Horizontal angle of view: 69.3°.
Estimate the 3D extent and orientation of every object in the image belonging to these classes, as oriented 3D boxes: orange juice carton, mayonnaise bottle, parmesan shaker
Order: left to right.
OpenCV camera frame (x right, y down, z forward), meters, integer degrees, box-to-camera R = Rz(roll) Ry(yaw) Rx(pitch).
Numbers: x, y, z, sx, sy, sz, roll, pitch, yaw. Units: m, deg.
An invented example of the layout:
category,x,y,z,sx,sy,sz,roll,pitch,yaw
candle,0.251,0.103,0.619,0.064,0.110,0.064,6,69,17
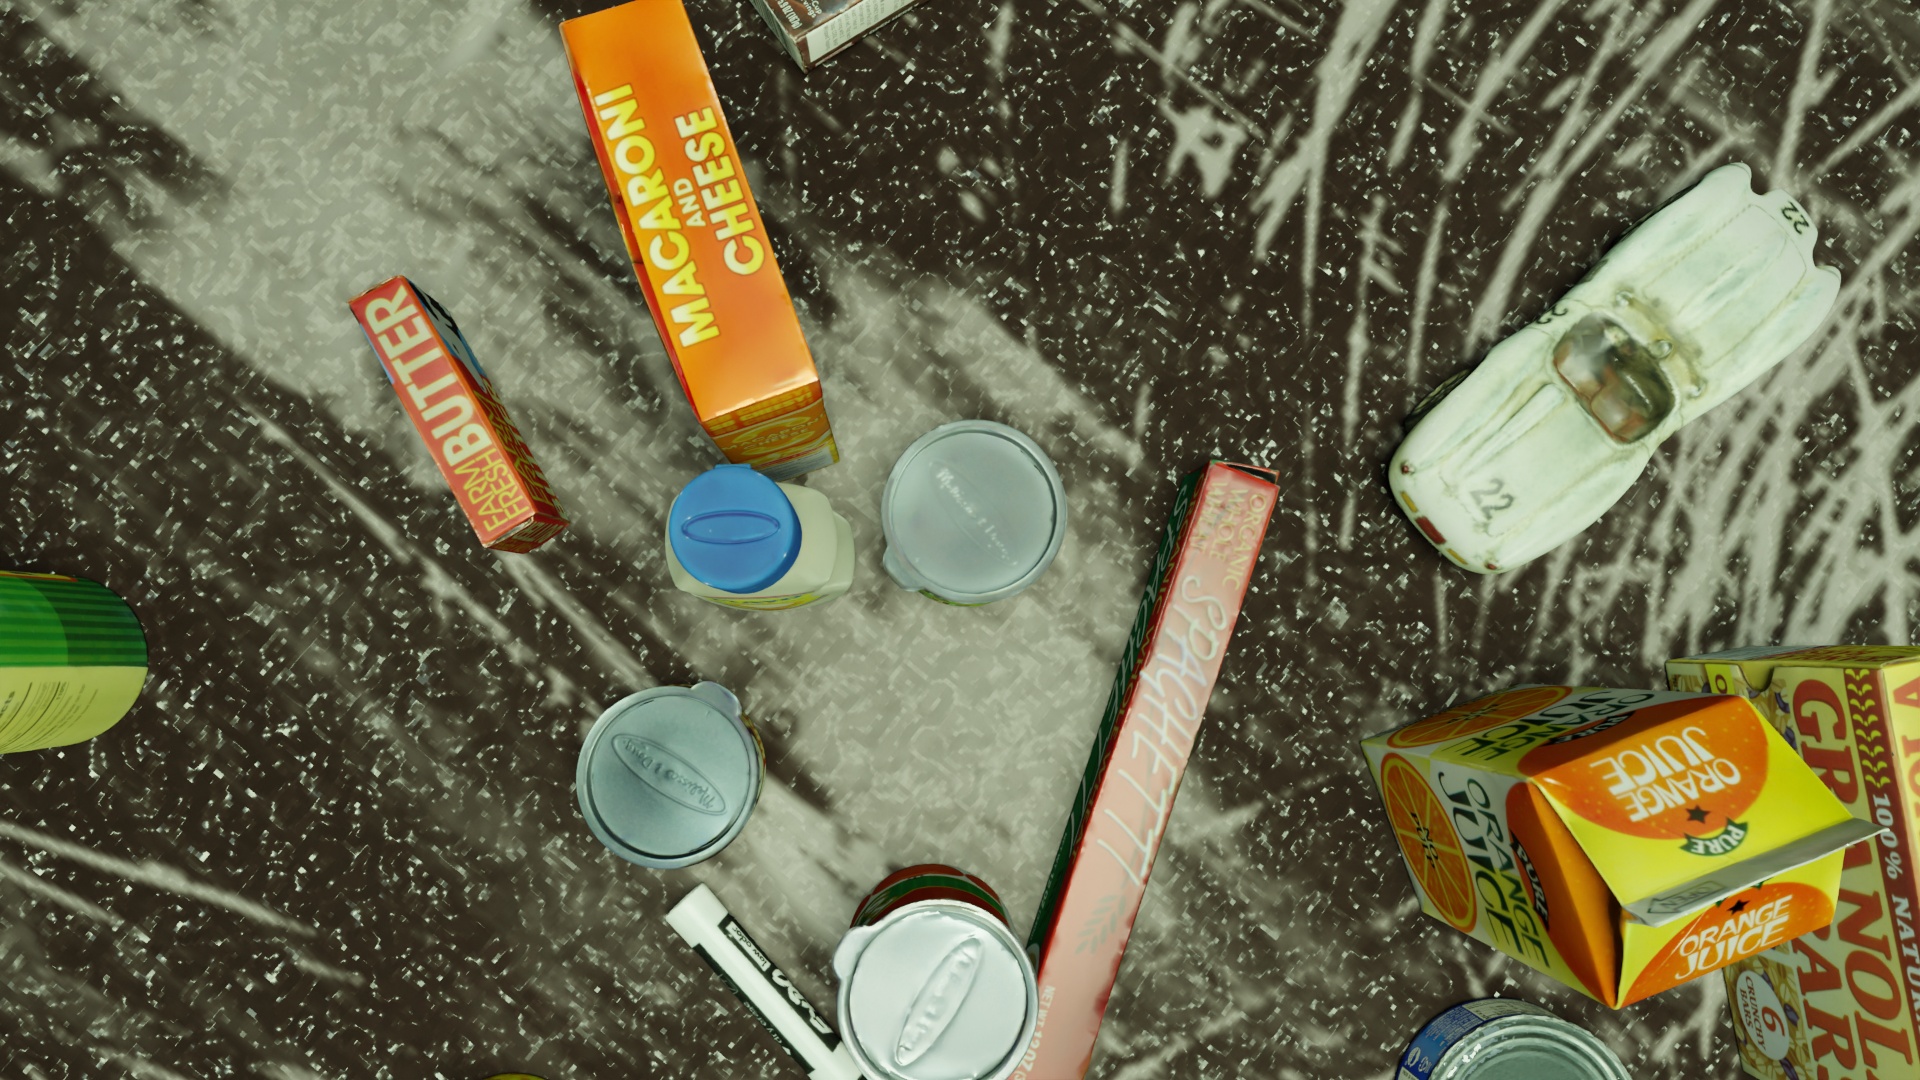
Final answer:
category,x,y,z,sx,sy,sz,roll,pitch,yaw
parmesan shaker,-0.342,0.043,0.476,0.071,0.103,0.071,0,85,-3
mayonnaise bottle,-0.070,0.002,0.471,0.065,0.148,0.041,-2,86,-3
orange juice carton,0.206,0.094,0.454,0.072,0.192,0.073,-19,87,-4

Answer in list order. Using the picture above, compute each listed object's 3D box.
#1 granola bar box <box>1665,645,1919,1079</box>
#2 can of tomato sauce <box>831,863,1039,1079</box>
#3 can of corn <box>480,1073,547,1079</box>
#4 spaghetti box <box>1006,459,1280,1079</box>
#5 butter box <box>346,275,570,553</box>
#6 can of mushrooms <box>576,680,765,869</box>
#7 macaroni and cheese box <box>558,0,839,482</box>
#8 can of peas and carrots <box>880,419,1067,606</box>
category,x,y,z,sx,sy,sz,roll,pitch,yaw
granola bar box,0.314,0.121,0.491,0.039,0.124,0.165,-8,86,-3
can of tomato sauce,-0.011,0.153,0.493,0.071,0.083,0.071,0,85,-3
can of corn,-0.169,0.231,0.491,0.071,0.058,0.071,0,85,-3
spaghetti box,0.064,0.089,0.519,0.029,0.050,0.250,19,84,-1
butter box,-0.185,-0.045,0.517,0.024,0.053,0.103,-30,87,-5
can of mushrooms,-0.105,0.085,0.519,0.071,0.033,0.071,0,85,-3
macaroni and cheese box,-0.081,-0.088,0.469,0.040,0.166,0.123,-20,87,-4
can of peas and carrots,0.002,-0.007,0.520,0.071,0.058,0.071,0,85,-3
